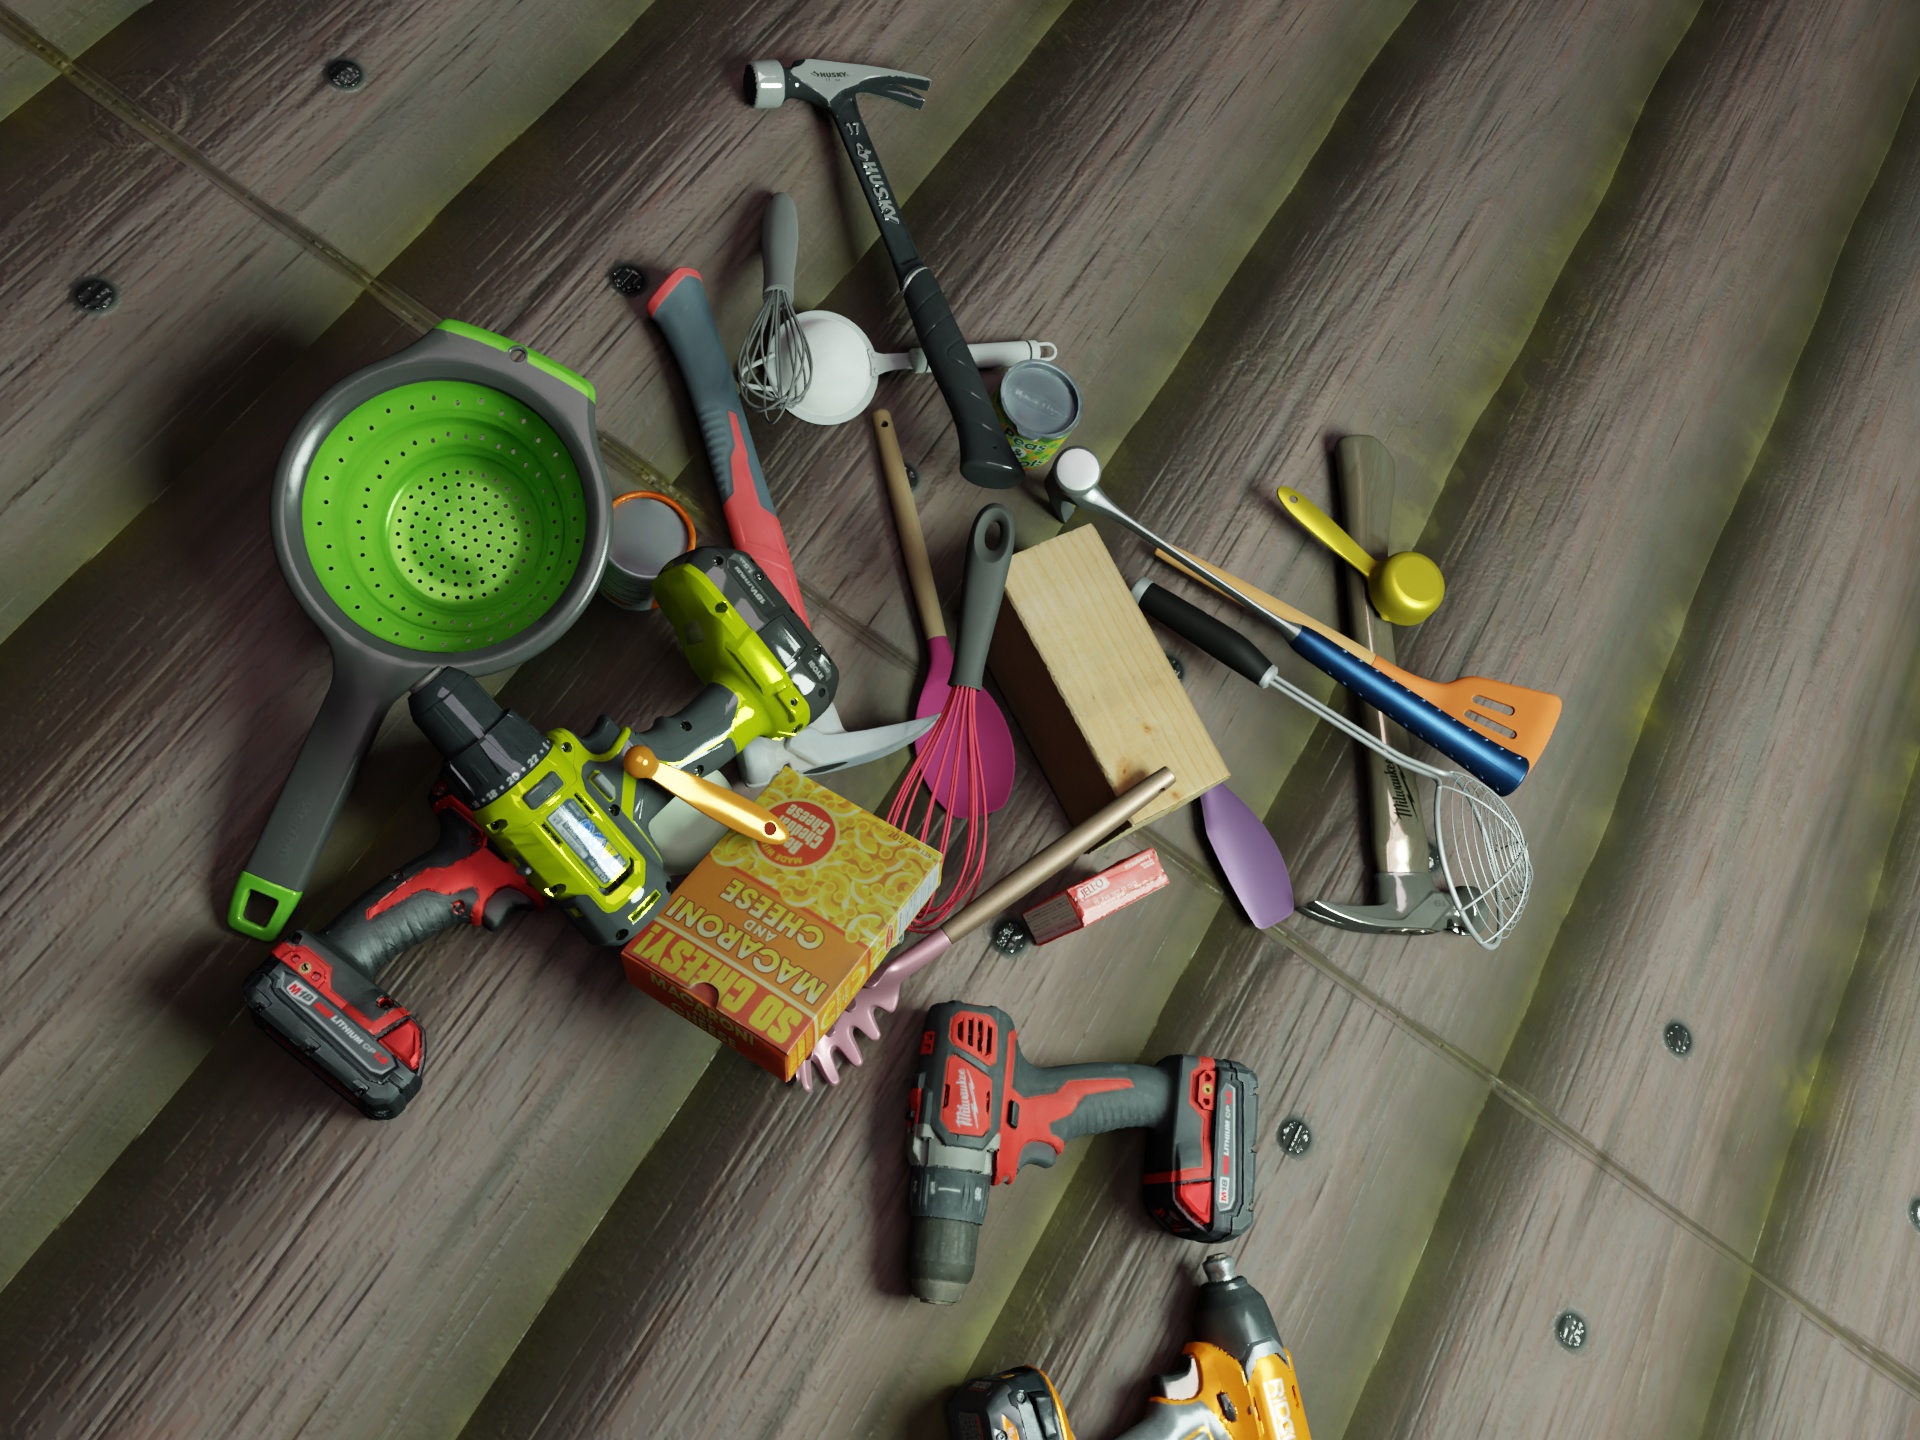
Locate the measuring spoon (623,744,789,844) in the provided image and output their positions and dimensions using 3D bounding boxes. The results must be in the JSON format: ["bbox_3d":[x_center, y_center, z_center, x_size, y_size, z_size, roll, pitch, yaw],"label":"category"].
[{"bbox_3d":[-0.149,0.046,0.948,0.116,0.011,0.021,31,71,-27],"label":"measuring spoon"}]

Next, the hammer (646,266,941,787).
[{"bbox_3d":[-0.135,-0.150,1.131,0.143,0.038,0.386,-13,76,-18],"label":"hammer"}]

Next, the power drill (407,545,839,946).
[{"bbox_3d":[-0.202,-0.003,0.970,0.228,0.080,0.190,-47,109,-29],"label":"power drill"}]

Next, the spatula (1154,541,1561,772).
[{"bbox_3d":[0.292,-0.056,1.207,0.322,0.041,0.081,29,92,4],"label":"spatula"}]

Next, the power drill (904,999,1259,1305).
[{"bbox_3d":[0.072,0.291,1.036,0.226,0.080,0.188,11,69,-11],"label":"power drill"}]

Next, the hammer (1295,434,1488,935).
[{"bbox_3d":[0.319,-0.037,1.249,0.146,0.038,0.411,4,70,-16],"label":"hammer"}]

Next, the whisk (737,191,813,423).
[{"bbox_3d":[-0.134,-0.308,1.163,0.055,0.055,0.239,8,52,-16],"label":"whisk"}]

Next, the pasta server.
[{"bbox_3d":[0.017,0.130,1.041,0.316,0.060,0.040,-35,56,-7],"label":"pasta server"}]

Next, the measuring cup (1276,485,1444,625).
[{"bbox_3d":[0.314,-0.137,1.246,0.156,0.029,0.062,39,66,-1],"label":"measuring cup"}]

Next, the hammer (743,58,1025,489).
[{"bbox_3d":[-0.036,-0.347,1.204,0.149,0.036,0.409,-12,67,-24],"label":"hammer"}]

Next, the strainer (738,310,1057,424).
[{"bbox_3d":[-0.039,-0.275,1.210,0.258,0.050,0.087,-10,90,-24],"label":"strainer"}]

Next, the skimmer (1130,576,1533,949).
[{"bbox_3d":[0.262,0.025,1.168,0.363,0.090,0.127,35,29,15],"label":"skimmer"}]

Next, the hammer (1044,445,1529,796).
[{"bbox_3d":[0.234,-0.070,1.159,0.405,0.144,0.035,33,90,-1],"label":"hammer"}]

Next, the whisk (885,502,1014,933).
[{"bbox_3d":[-0.002,-0.003,1.070,0.073,0.073,0.296,12,84,-14],"label":"whisk"}]

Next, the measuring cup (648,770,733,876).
[{"bbox_3d":[-0.142,0.073,1.056,0.167,0.038,0.083,16,68,-10],"label":"measuring cup"}]

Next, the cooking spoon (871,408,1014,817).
[{"bbox_3d":[-0.023,-0.083,1.159,0.068,0.017,0.319,-13,76,-5],"label":"cooking spoon"}]

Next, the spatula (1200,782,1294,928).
[{"bbox_3d":[0.167,0.007,1.193,0.060,0.018,0.316,-21,80,-37],"label":"spatula"}]

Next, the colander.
[{"bbox_3d":[-0.357,-0.051,1.011,0.204,0.094,0.397,24,84,-8],"label":"colander"}]

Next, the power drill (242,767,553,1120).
[{"bbox_3d":[-0.309,0.126,0.966,0.143,0.078,0.220,40,62,-3],"label":"power drill"}]

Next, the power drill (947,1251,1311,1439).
[{"bbox_3d":[0.112,0.437,0.998,0.226,0.084,0.164,-5,73,-24],"label":"power drill"}]
